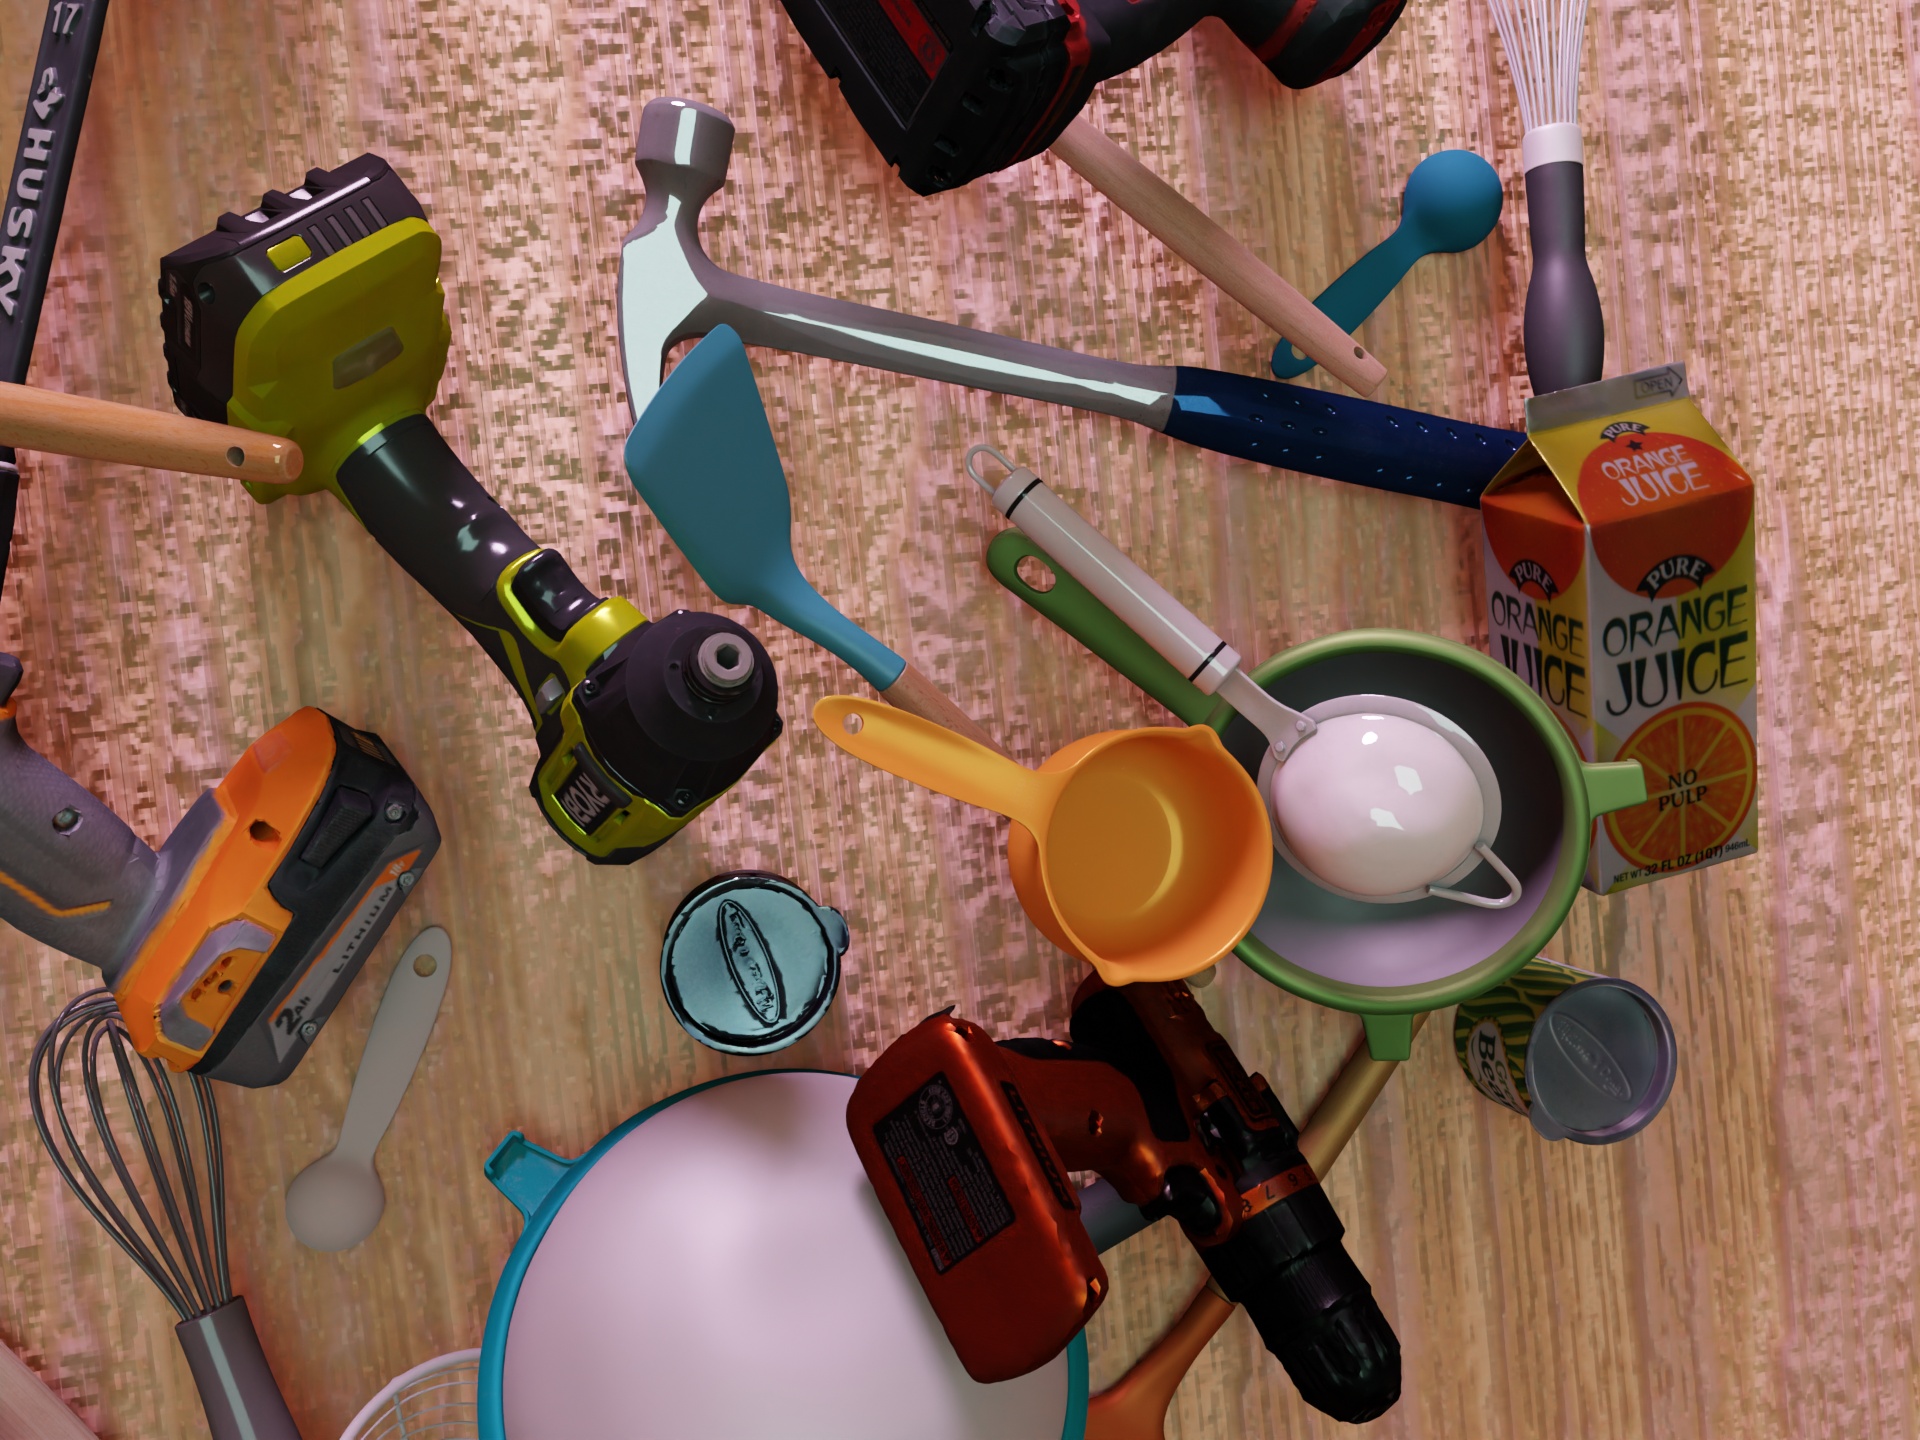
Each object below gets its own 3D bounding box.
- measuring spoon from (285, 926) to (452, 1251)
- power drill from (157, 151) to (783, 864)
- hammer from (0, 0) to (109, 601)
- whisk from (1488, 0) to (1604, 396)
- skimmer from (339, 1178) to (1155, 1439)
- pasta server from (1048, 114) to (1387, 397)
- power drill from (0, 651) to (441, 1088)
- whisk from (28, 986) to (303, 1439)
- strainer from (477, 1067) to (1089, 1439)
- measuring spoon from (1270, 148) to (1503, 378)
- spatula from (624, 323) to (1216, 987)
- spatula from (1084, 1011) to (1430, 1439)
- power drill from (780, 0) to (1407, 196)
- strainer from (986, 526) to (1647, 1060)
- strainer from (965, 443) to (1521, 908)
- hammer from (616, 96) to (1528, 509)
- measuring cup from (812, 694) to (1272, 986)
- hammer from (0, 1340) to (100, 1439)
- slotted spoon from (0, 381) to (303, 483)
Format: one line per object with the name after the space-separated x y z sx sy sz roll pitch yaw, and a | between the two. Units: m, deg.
-0.213 0.135 0.580 0.034 0.018 0.124 20 86 -11 | measuring spoon
-0.151 -0.060 0.515 0.080 0.171 0.223 -42 94 -27 | power drill
-0.318 -0.098 0.527 0.149 0.036 0.409 14 93 22 | hammer
0.236 -0.259 0.635 0.070 0.070 0.284 -3 89 -11 | whisk
-0.045 0.229 0.578 0.363 0.090 0.127 -25 67 -12 | skimmer
0.037 -0.229 0.595 0.316 0.040 0.060 39 61 0 | pasta server
-0.281 0.007 0.487 0.226 0.084 0.164 34 88 -37 | power drill
-0.258 0.205 0.544 0.055 0.055 0.239 -22 88 -10 | whisk
-0.039 0.251 0.487 0.211 0.095 0.341 -7 55 -14 | strainer
0.176 -0.186 0.651 0.128 0.021 0.042 -45 99 -6 | measuring spoon
-0.001 -0.002 0.584 0.317 0.044 0.082 44 44 -20 | spatula
0.121 0.213 0.636 0.081 0.041 0.322 37 83 -9 | spatula
0.041 -0.297 0.567 0.226 0.080 0.188 -31 85 -32 | power drill
0.121 0.002 0.627 0.256 0.069 0.151 37 110 6 | strainer
0.097 -0.012 0.573 0.258 0.050 0.087 42 125 6 | strainer
0.069 -0.122 0.621 0.405 0.035 0.144 9 95 -12 | hammer
0.023 0.030 0.557 0.173 0.052 0.095 24 82 -14 | measuring cup
-0.271 0.307 0.562 0.146 0.038 0.410 -39 97 -10 | hammer
-0.347 -0.105 0.490 0.314 0.031 0.070 11 104 9 | slotted spoon
